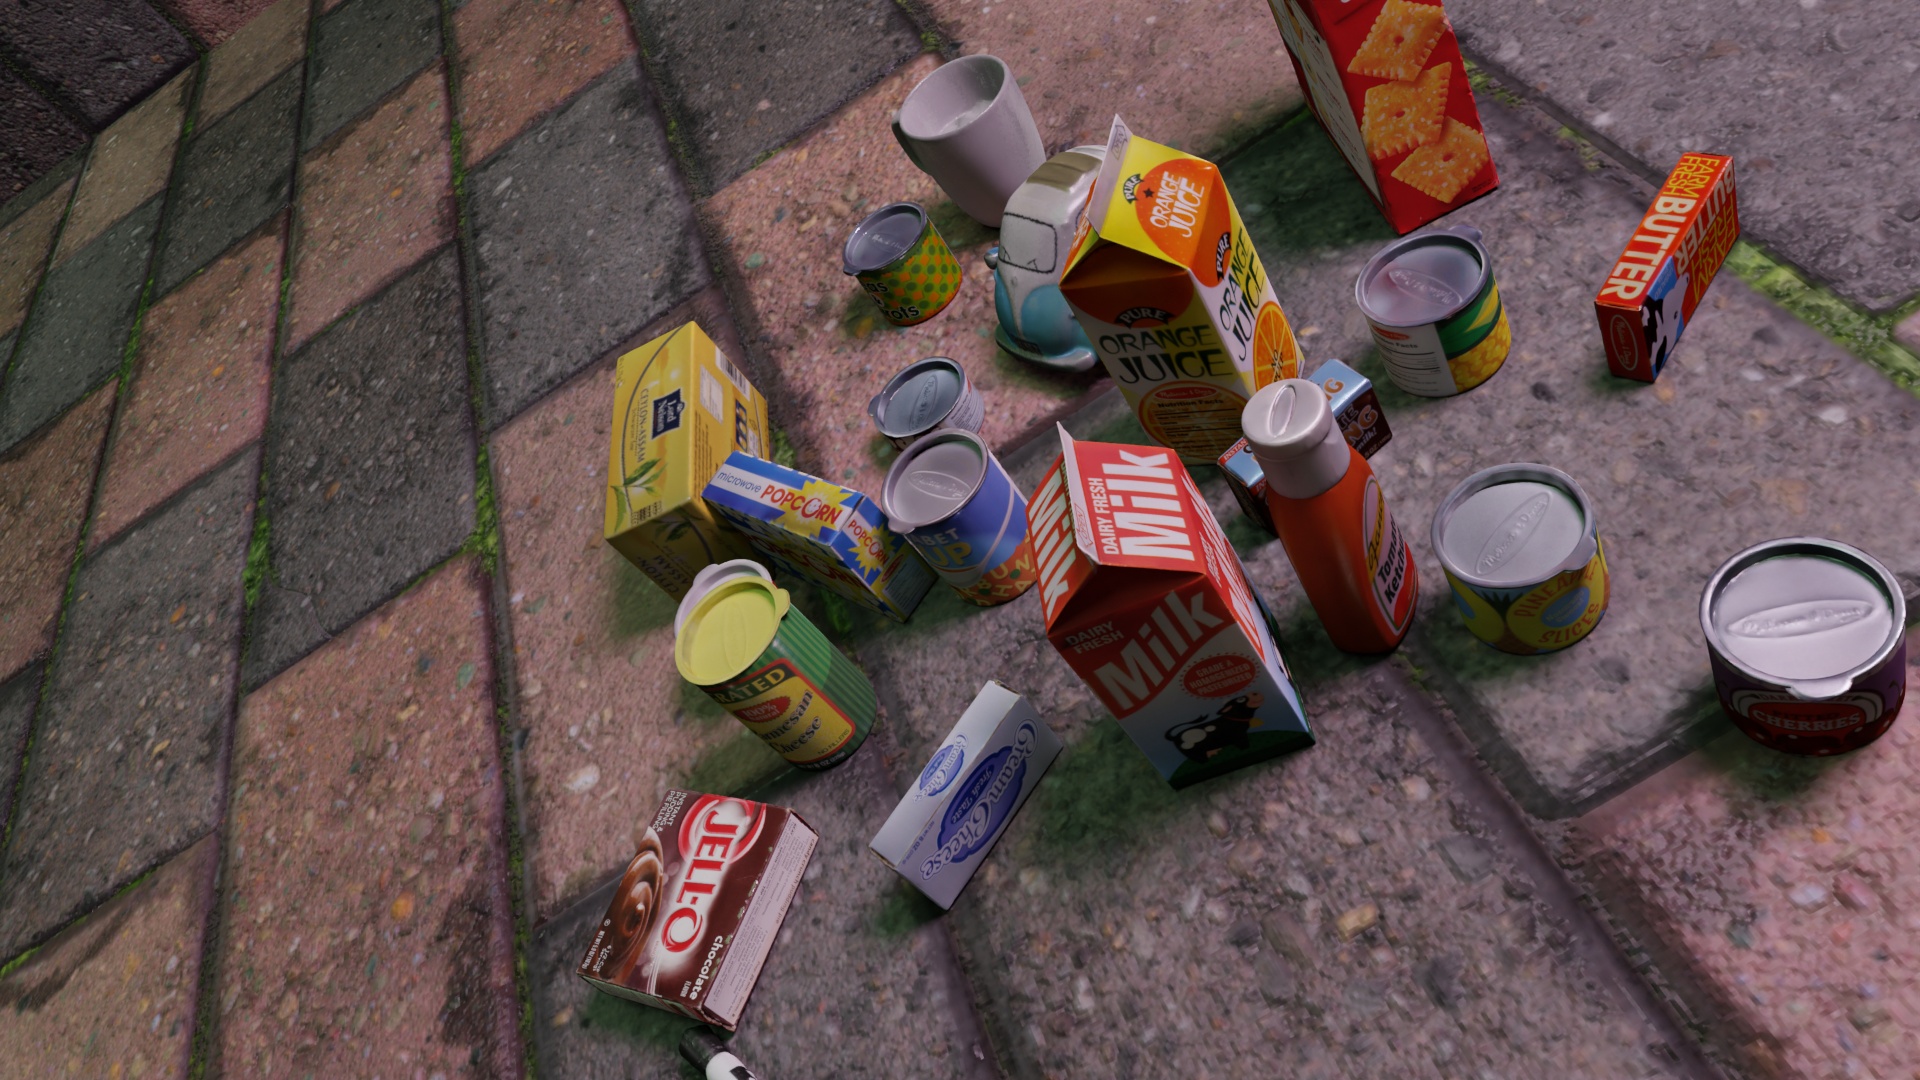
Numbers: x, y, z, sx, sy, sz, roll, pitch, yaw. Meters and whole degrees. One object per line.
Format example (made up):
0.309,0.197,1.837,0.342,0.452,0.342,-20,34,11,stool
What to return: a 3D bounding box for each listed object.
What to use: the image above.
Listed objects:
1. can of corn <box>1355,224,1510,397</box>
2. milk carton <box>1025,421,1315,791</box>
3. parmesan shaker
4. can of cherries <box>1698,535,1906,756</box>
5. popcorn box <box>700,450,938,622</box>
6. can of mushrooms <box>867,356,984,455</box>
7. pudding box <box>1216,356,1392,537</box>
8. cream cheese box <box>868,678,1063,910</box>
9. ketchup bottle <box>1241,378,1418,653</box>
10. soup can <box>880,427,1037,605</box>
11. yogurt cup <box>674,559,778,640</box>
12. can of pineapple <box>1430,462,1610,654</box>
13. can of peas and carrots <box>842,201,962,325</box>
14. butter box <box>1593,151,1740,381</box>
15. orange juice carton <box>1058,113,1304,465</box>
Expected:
0.248,-0.119,0.720,0.071,0.058,0.071,-18,47,21,can of corn
0.086,0.029,0.608,0.073,0.190,0.073,-23,46,17,milk carton
-0.096,0.074,0.757,0.071,0.102,0.072,-18,47,21,parmesan shaker
0.324,0.043,0.534,0.071,0.058,0.072,-18,47,21,can of cherries
-0.085,-0.004,0.828,0.127,0.085,0.038,19,68,42,popcorn box
-0.022,-0.082,0.888,0.071,0.033,0.071,-18,47,21,can of mushrooms
0.177,-0.048,0.714,0.084,0.049,0.030,-41,43,-2,pudding box
0.004,0.125,0.684,0.024,0.053,0.104,23,70,43,cream cheese box
0.165,-0.012,0.620,0.043,0.148,0.065,-2,55,33,ketchup bottle
0.003,-0.010,0.774,0.071,0.083,0.072,-18,47,21,soup can
-0.128,0.053,0.832,0.072,0.053,0.073,-18,47,21,yogurt cup
0.249,0.010,0.613,0.071,0.057,0.071,-18,47,21,can of pineapple
-0.041,-0.192,0.974,0.071,0.058,0.071,-18,47,21,can of peas and carrots
0.343,-0.133,0.672,0.024,0.053,0.104,21,69,43,butter box
0.111,-0.124,0.718,0.073,0.192,0.072,-2,54,33,orange juice carton
